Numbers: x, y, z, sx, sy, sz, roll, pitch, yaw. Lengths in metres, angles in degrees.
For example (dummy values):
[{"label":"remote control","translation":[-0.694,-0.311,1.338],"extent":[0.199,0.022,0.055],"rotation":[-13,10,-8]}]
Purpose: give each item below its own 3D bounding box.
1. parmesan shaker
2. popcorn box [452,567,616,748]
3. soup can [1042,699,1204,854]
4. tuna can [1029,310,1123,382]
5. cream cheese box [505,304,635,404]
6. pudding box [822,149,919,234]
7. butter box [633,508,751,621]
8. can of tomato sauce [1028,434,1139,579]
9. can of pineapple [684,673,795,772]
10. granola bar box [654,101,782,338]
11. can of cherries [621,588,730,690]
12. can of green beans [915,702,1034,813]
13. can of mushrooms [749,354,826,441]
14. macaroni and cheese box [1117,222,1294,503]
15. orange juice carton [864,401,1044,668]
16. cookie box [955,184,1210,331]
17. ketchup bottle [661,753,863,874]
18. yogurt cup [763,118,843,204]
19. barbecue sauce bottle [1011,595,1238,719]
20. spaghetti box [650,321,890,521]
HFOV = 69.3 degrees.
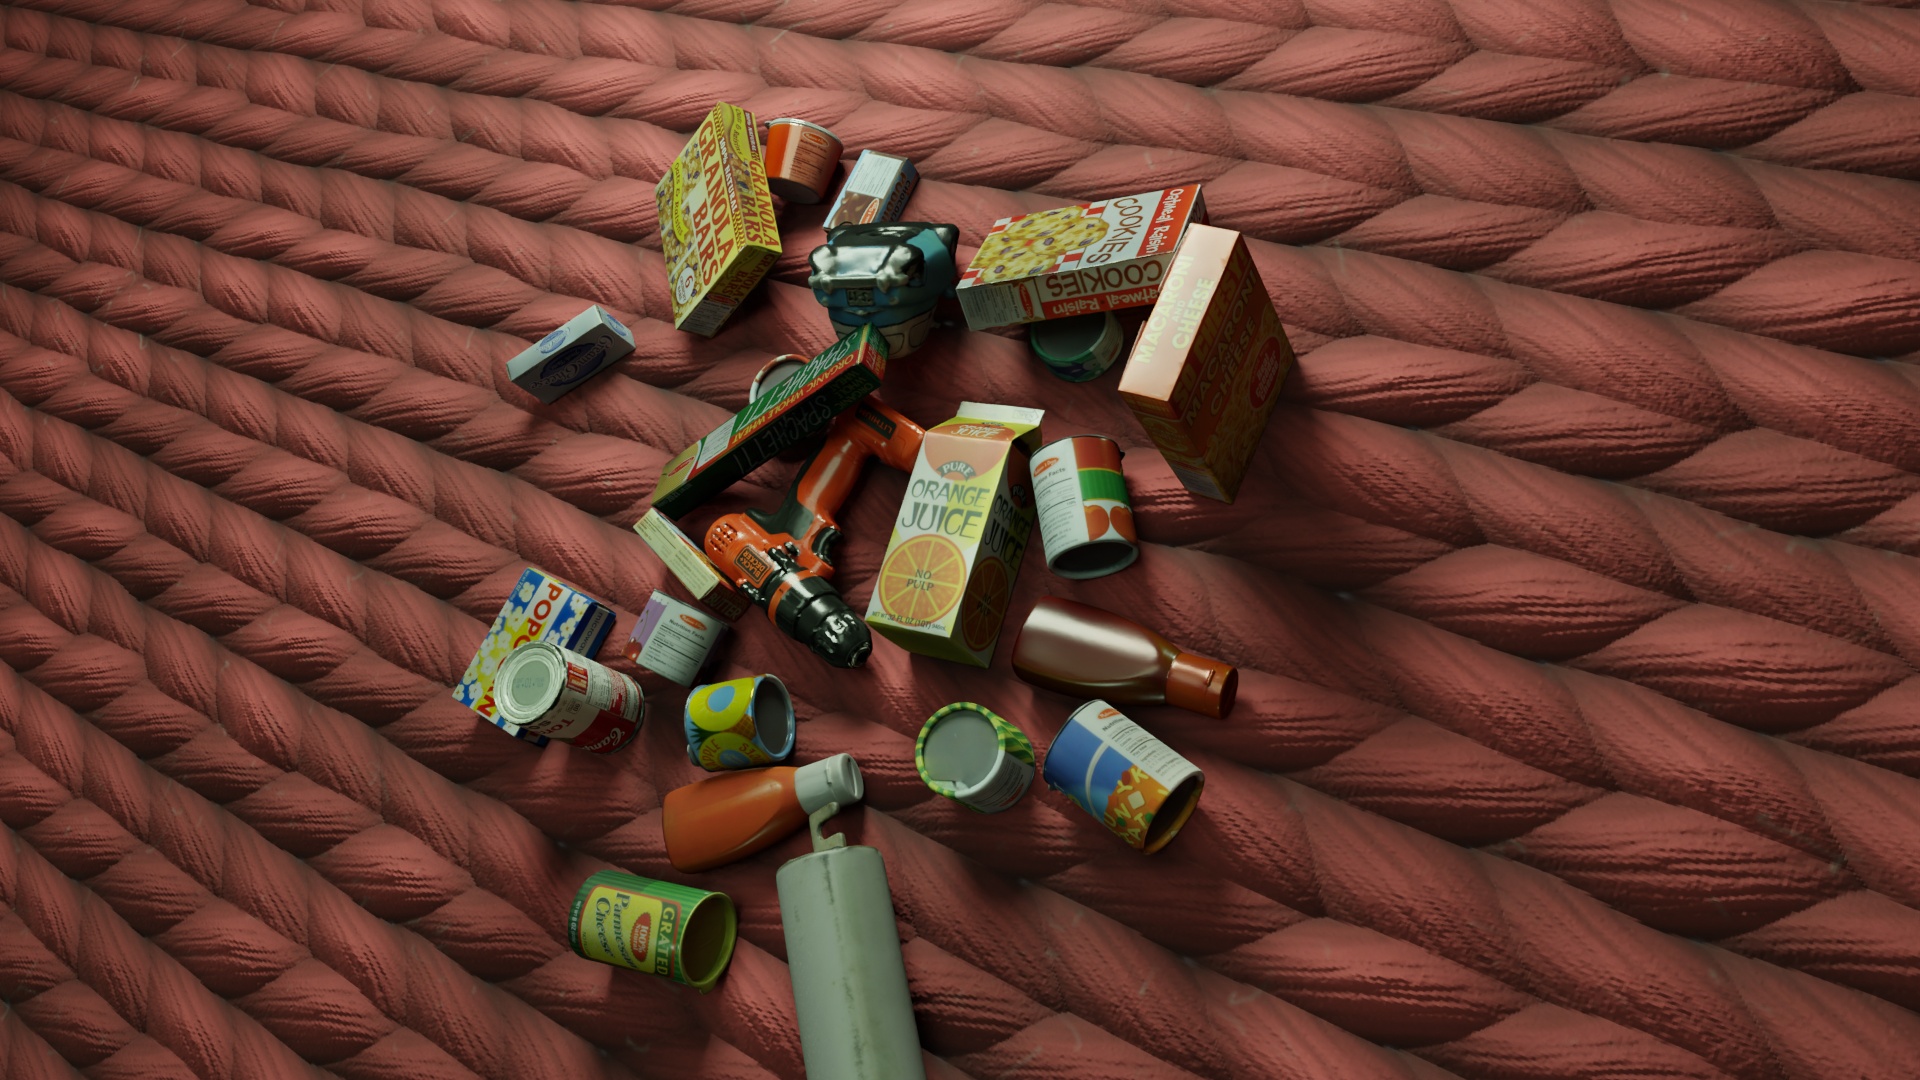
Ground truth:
[{"label":"parmesan shaker","translation":[-0.222,0.281,0.999],"extent":[0.103,0.071,0.071],"rotation":[3,71,26]},{"label":"popcorn box","translation":[-0.353,0.095,1.152],"extent":[0.085,0.038,0.127],"rotation":[23,80,30]},{"label":"soup can","translation":[0.105,0.155,0.901],"extent":[0.084,0.071,0.071],"rotation":[34,86,31]},{"label":"tuna can","translation":[0.086,-0.157,1.059],"extent":[0.071,0.032,0.071],"rotation":[-9,66,21]},{"label":"cream cheese box","translation":[-0.351,-0.167,1.253],"extent":[0.103,0.053,0.024],"rotation":[-30,62,11]},{"label":"pudding box","translation":[-0.077,-0.291,1.192],"extent":[0.050,0.030,0.084],"rotation":[20,79,29]},{"label":"butter box","translation":[-0.215,0.020,1.112],"extent":[0.024,0.053,0.104],"rotation":[-47,59,-2]},{"label":"can of tomato sauce","translation":[0.089,-0.023,0.983],"extent":[0.071,0.071,0.083],"rotation":[-17,63,18]},{"label":"can of pineapple","translation":[-0.163,0.137,1.030],"extent":[0.058,0.071,0.071],"rotation":[-12,65,20]},{"label":"granola bar box","translation":[-0.214,-0.280,1.217],"extent":[0.123,0.039,0.166],"rotation":[-39,54,39]},{"label":"can of cherries","translation":[-0.223,0.078,1.086],"extent":[0.071,0.071,0.058],"rotation":[21,80,30]},{"label":"can of green beans","translation":[0.010,0.149,0.950],"extent":[0.071,0.057,0.071],"rotation":[-9,66,21]},{"label":"can of mushrooms","translation":[-0.137,-0.119,1.146],"extent":[0.071,0.033,0.071],"rotation":[-10,65,22]},{"label":"macaroni and cheese box","translation":[0.166,-0.113,0.924],"extent":[0.040,0.166,0.124],"rotation":[18,78,31]},{"label":"orange juice carton","translation":[0.004,-0.013,1.013],"extent":[0.072,0.073,0.193],"rotation":[9,73,28]},{"label":"cookie box","translation":[0.095,-0.212,1.041],"extent":[0.167,0.040,0.123],"rotation":[-5,34,23]},{"label":"ketchup bottle","translation":[-0.144,0.194,1.012],"extent":[0.148,0.043,0.065],"rotation":[-20,63,16]},{"label":"yogurt cup","translation":[-0.142,-0.331,1.221],"extent":[0.072,0.072,0.054],"rotation":[11,82,28]},{"label":"barbecue sauce bottle","translation":[0.112,0.084,0.939],"extent":[0.148,0.043,0.065],"rotation":[14,64,28]},{"label":"spaghetti box","translation":[-0.152,-0.089,1.091],"extent":[0.249,0.028,0.050],"rotation":[-29,36,33]}]
